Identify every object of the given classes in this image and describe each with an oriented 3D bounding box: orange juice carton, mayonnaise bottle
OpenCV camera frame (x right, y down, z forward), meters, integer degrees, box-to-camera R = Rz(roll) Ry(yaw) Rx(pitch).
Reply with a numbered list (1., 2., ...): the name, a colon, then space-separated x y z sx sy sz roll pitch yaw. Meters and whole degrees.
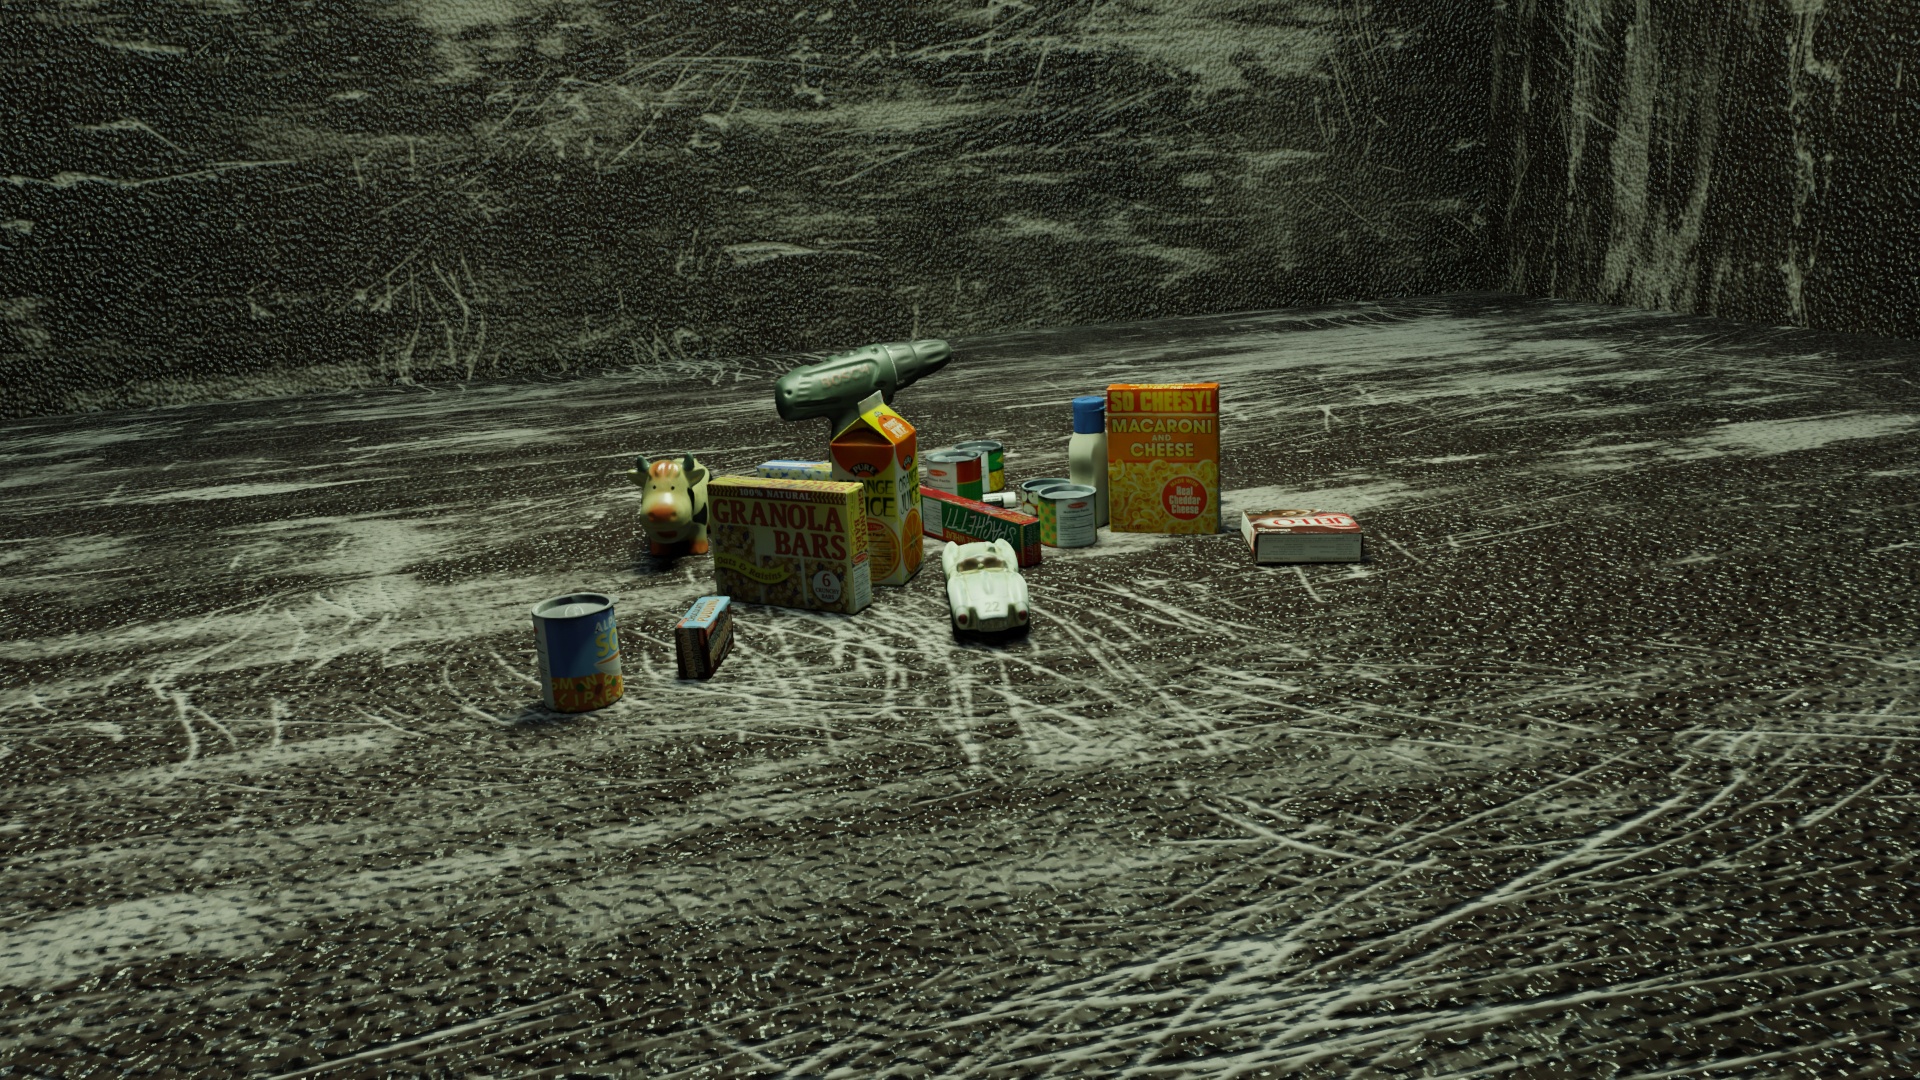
1. orange juice carton: -0.087 -0.055 1.440 0.073 0.192 0.072 1 15 17
2. mayonnaise bottle: 0.150 -0.091 1.607 0.041 0.147 0.065 7 18 33

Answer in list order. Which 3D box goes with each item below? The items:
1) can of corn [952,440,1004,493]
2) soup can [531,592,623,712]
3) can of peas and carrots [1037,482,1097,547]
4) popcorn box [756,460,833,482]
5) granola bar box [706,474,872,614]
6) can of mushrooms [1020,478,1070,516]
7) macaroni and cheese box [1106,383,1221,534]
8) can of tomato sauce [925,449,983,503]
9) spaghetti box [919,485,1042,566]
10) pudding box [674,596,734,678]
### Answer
1. can of corn: 0.026 -0.097 1.824 0.071 0.058 0.071 -3 15 1
2. soup can: -0.315 0.092 1.155 0.071 0.083 0.071 -3 15 1
3. can of peas and carrots: 0.119 -0.028 1.554 0.071 0.058 0.071 -3 15 1
4. popcorn box: -0.176 -0.048 1.637 0.126 0.085 0.038 4 16 25
5. granola bar box: -0.169 0.002 1.378 0.165 0.123 0.039 5 17 27
6. can of mushrooms: 0.108 -0.053 1.692 0.071 0.033 0.071 -3 15 1
7. macaroni and cheese box: 0.229 -0.093 1.562 0.124 0.166 0.040 1 15 16
8. can of tomato sauce: -0.004 -0.061 1.654 0.071 0.082 0.071 -3 15 1
9. spaghetti box: 0.006 -0.020 1.561 0.029 0.050 0.250 -13 18 -33
10. pudding box: -0.226 0.085 1.229 0.030 0.049 0.084 -2 15 6
